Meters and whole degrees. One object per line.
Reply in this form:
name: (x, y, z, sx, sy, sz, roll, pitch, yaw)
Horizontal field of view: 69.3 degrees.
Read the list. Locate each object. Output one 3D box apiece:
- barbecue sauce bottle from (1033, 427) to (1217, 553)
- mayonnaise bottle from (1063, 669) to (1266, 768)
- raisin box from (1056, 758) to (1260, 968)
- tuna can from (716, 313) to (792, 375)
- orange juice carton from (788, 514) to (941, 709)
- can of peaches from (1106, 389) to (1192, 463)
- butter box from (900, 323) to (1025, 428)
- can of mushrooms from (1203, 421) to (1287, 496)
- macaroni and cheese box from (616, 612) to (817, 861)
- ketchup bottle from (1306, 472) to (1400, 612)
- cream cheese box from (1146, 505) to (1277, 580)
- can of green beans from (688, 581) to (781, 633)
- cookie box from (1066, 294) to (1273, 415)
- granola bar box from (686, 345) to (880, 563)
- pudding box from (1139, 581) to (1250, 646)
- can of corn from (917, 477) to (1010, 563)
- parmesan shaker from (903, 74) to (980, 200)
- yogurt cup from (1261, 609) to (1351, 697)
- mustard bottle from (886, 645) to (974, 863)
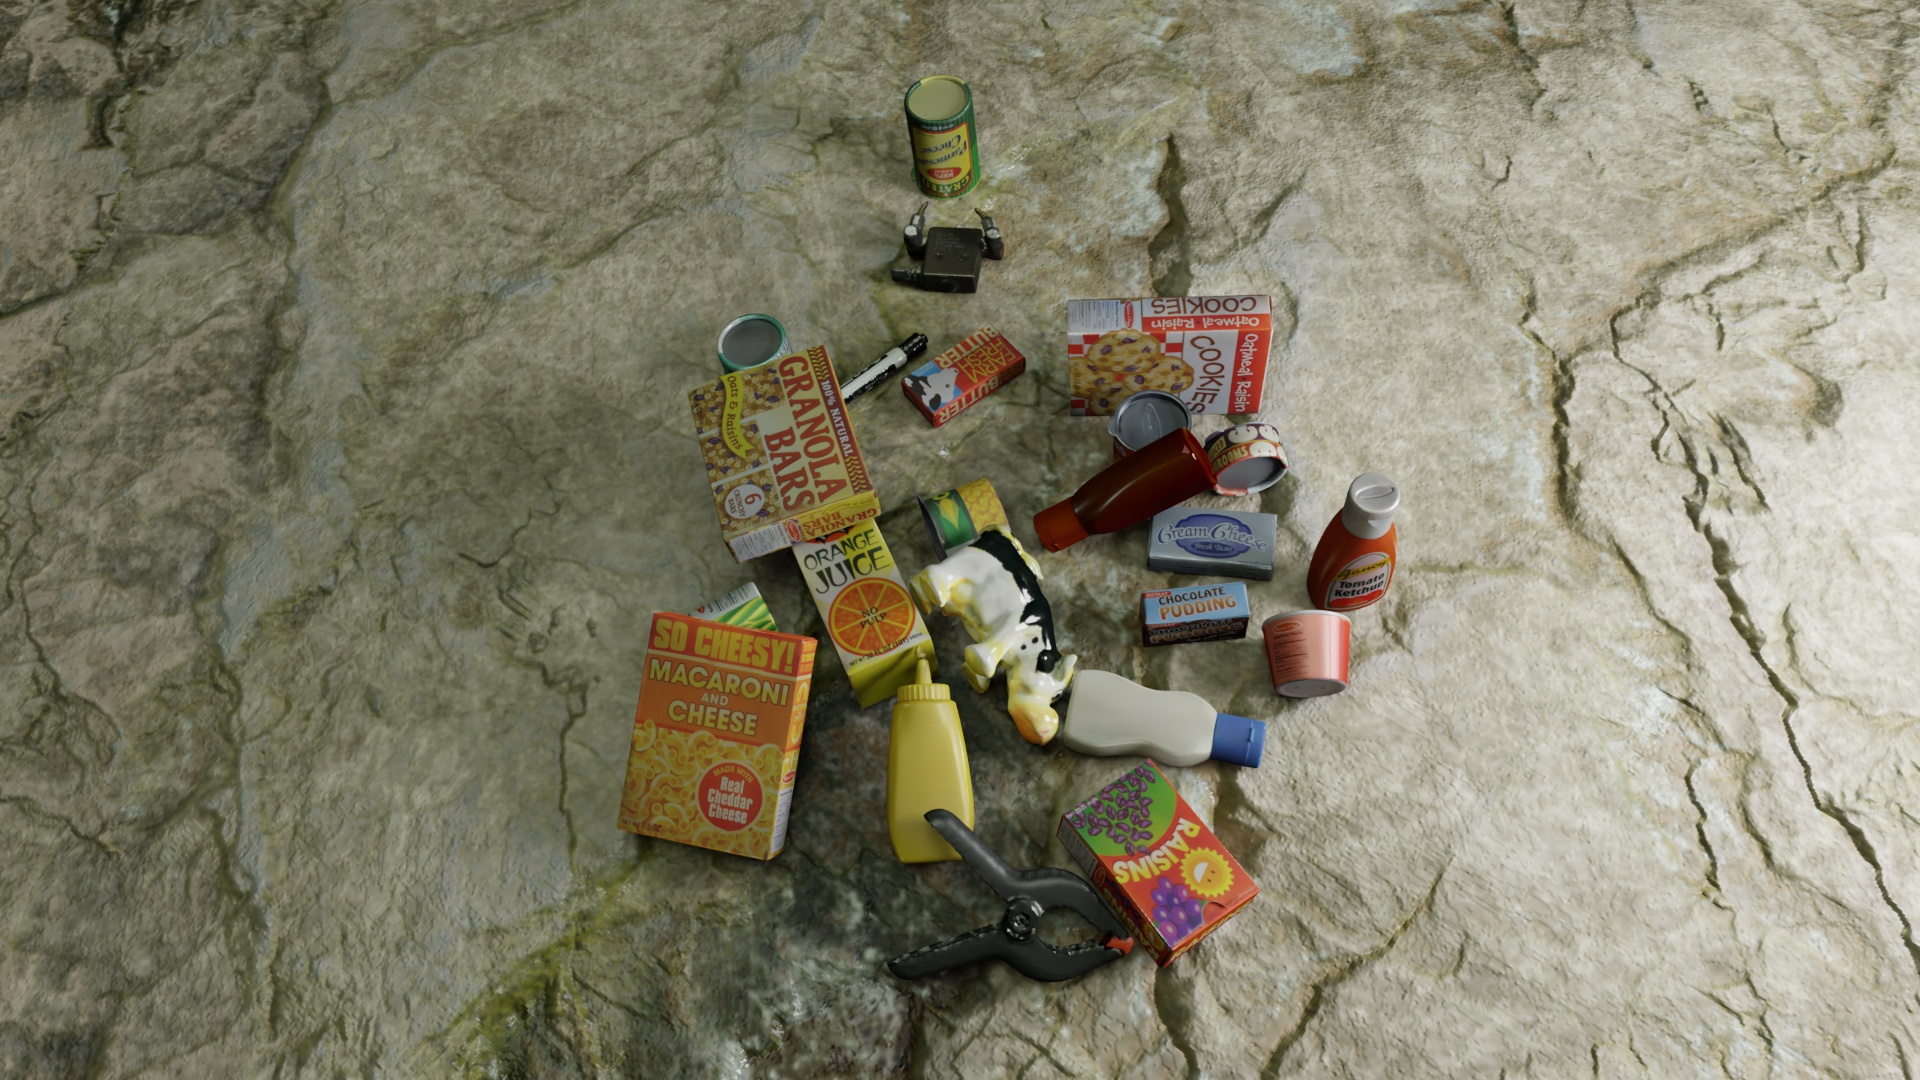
barbecue sauce bottle: (0.131, -0.036, 1.136, 0.148, 0.064, 0.044, -27, 53, 19)
mayonnaise bottle: (0.156, 0.142, 1.061, 0.148, 0.041, 0.065, 10, 63, 10)
raisin box: (0.141, 0.231, 1.002, 0.086, 0.039, 0.124, -26, 60, -25)
tuna can: (-0.188, -0.174, 1.283, 0.071, 0.032, 0.071, -3, 60, 5)
orange juice carton: (-0.088, 0.032, 1.131, 0.072, 0.072, 0.193, -23, 60, -7)
can of peaches: (0.160, -0.085, 1.182, 0.071, 0.057, 0.071, -3, 61, 5)
butter box: (0.003, -0.150, 1.254, 0.104, 0.024, 0.053, -34, 62, -13)
can of mushrooms: (0.235, -0.067, 1.157, 0.071, 0.070, 0.033, -11, 62, 0)
macaroni and cheese box: (-0.184, 0.146, 1.054, 0.124, 0.040, 0.166, 9, 89, 11)
ketchup bottle: (0.305, 0.002, 1.064, 0.065, 0.148, 0.044, -12, 59, -1)
cream cheese box: (0.207, 0.001, 1.146, 0.104, 0.024, 0.053, 5, 59, 9)
can of green beans: (-0.178, 0.075, 1.119, 0.058, 0.071, 0.071, -28, 61, -11)
cookie box: (0.176, -0.156, 1.183, 0.167, 0.122, 0.040, -1, 61, 6)
granola bar box: (-0.147, -0.075, 1.138, 0.124, 0.039, 0.166, -19, 56, -3)
pudding box: (0.185, 0.059, 1.101, 0.084, 0.049, 0.030, -5, 62, 3)
can of corn: (0.004, -0.014, 1.151, 0.058, 0.071, 0.071, -21, 60, -7)
parmesan shaker: (-0.020, -0.391, 1.350, 0.071, 0.102, 0.071, -3, 60, 5)
yogurt cup: (0.267, 0.088, 1.068, 0.072, 0.072, 0.054, -1, 68, 6)
mustard bottle: (-0.024, 0.159, 1.042, 0.065, 0.048, 0.160, -2, 78, -1)
